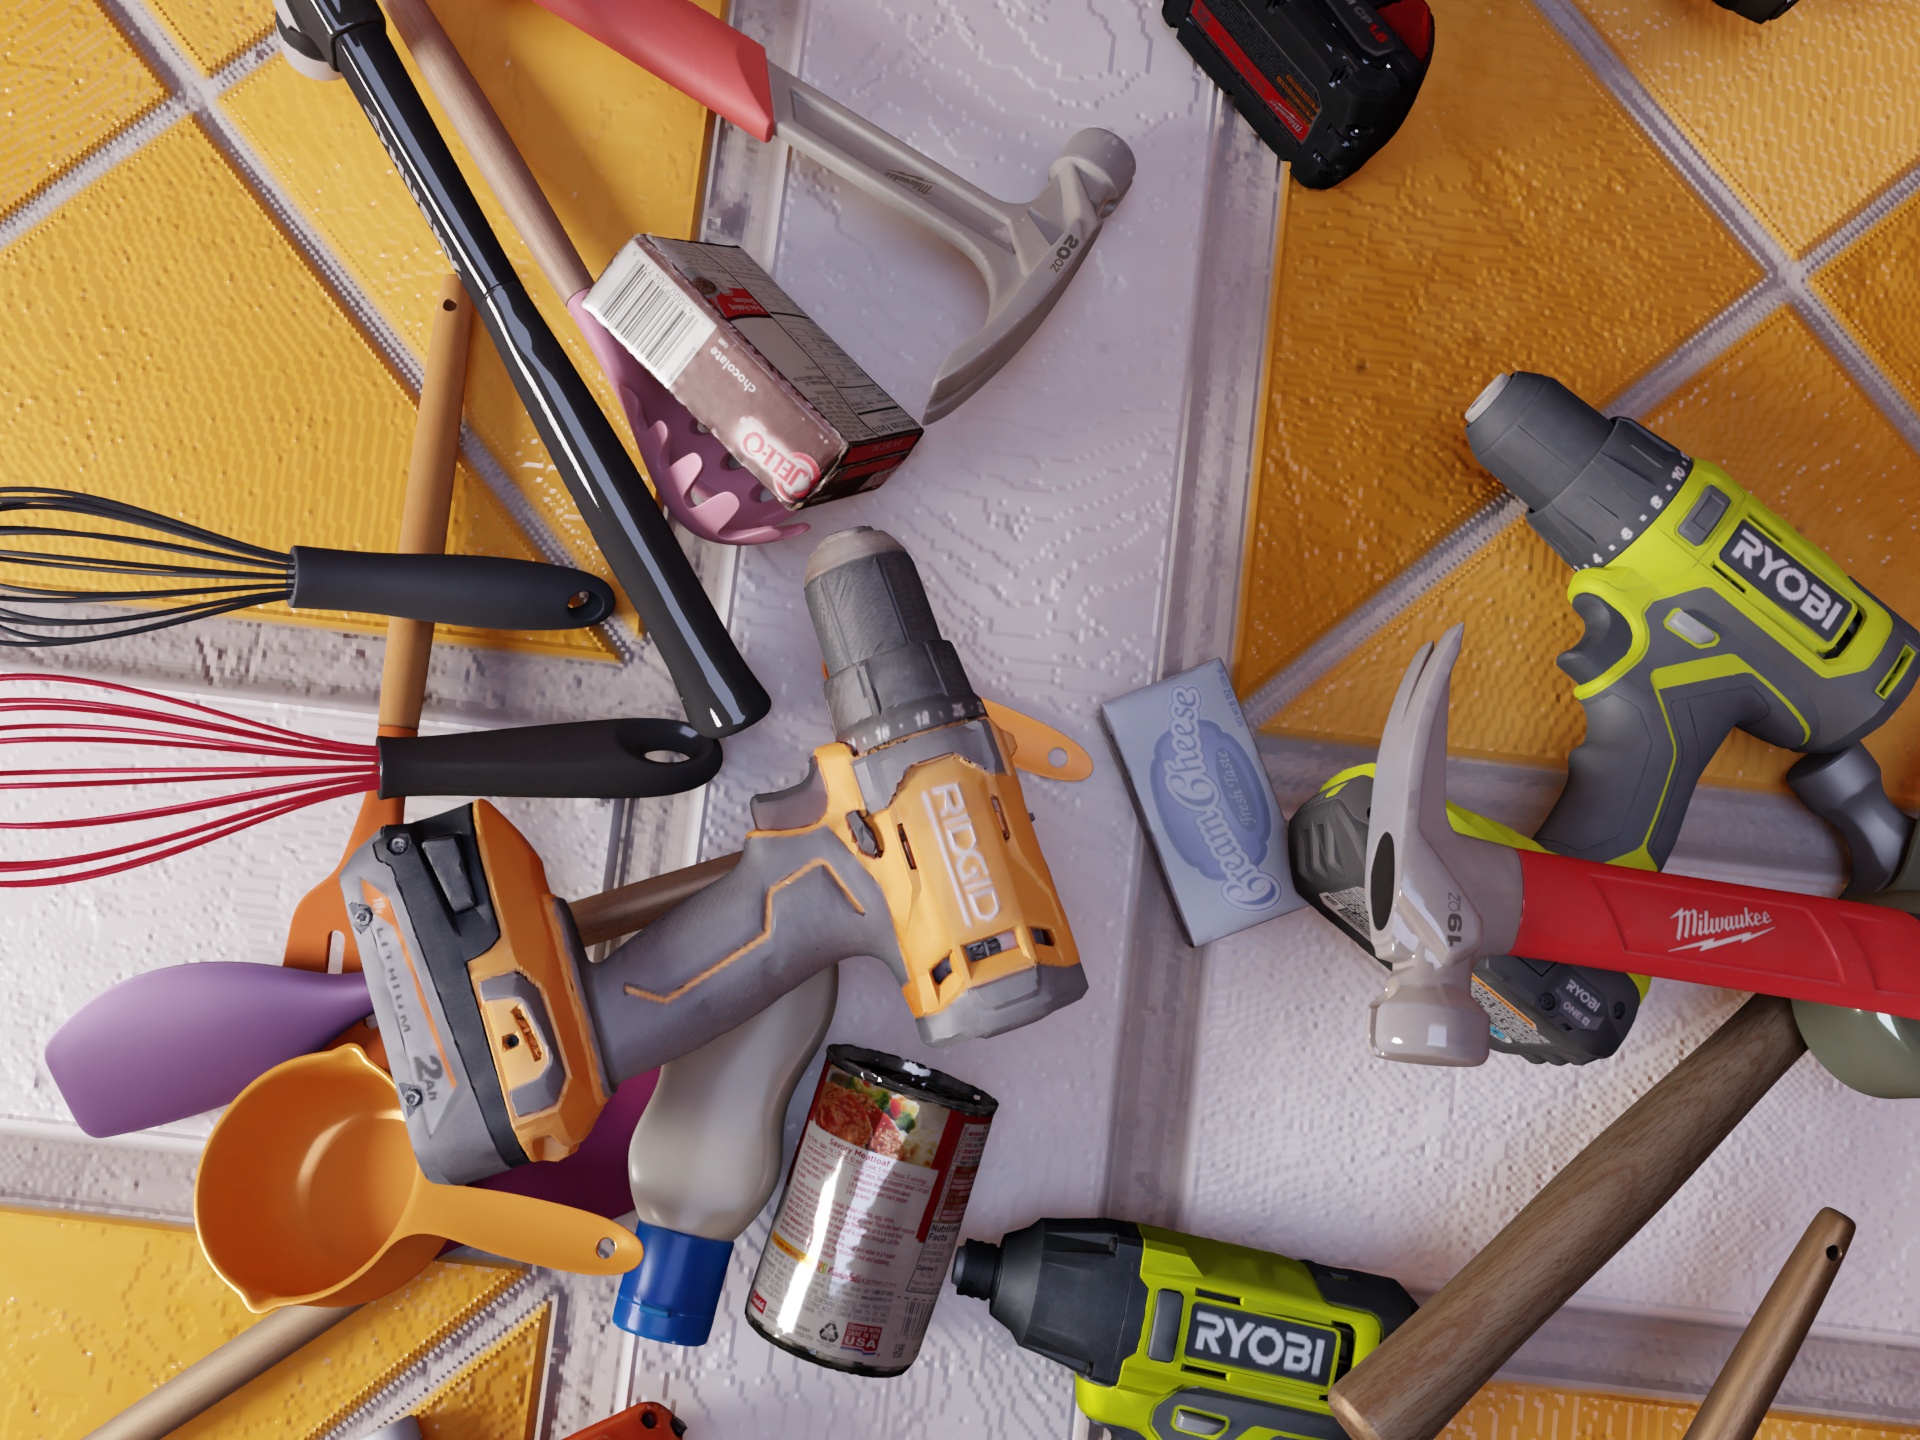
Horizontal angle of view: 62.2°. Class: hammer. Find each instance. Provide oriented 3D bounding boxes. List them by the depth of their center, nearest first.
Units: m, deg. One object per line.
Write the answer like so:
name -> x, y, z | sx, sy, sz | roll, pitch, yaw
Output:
hammer -> 0.326, 0.068, 0.540 | 0.386, 0.038, 0.143 | 10, 75, -7
hammer -> 0.265, 0.152, 0.586 | 0.331, 0.031, 0.130 | -37, 87, -16
hammer -> -0.162, -0.143, 0.588 | 0.035, 0.146, 0.334 | -31, 97, -18
hammer -> -0.113, -0.261, 0.631 | 0.359, 0.036, 0.149 | 33, 65, 5

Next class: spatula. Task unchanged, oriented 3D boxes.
spatula -> 0.232, 0.311, 0.570 | 0.082, 0.044, 0.317 | 32, 86, 0
spatula -> -0.191, 0.090, 0.598 | 0.316, 0.018, 0.059 | -17, 104, 1
spatula -> -0.217, -0.020, 0.630 | 0.081, 0.041, 0.323 | 5, 81, -2

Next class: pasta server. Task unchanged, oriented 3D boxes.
pasta server -> -0.160, -0.196, 0.638 | 0.040, 0.060, 0.316 | -35, 82, 27

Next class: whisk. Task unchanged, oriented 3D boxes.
whisk -> -0.229, 0.019, 0.569 | 0.295, 0.073, 0.073 | -2, 85, -25
whisk -> -0.240, -0.049, 0.575 | 0.238, 0.055, 0.055 | 2, 84, -32

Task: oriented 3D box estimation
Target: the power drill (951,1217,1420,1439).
power drill -> 0.064, 0.301, 0.580 | 0.171, 0.080, 0.223 | 12, 81, -1

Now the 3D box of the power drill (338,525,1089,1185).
power drill -> -0.087, 0.043, 0.549 | 0.226, 0.084, 0.185 | -17, 82, -9

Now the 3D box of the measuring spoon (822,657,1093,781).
measuring spoon -> -0.001, -0.002, 0.638 | 0.117, 0.011, 0.021 | 23, 85, -2

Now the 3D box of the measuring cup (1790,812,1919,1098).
measuring cup -> 0.367, 0.060, 0.587 | 0.083, 0.038, 0.168 | 29, 77, -3

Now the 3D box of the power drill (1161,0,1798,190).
power drill -> 0.216, -0.313, 0.637 | 0.226, 0.080, 0.188 | -39, 87, -7

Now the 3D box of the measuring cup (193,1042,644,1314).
measuring cup -> -0.188, 0.177, 0.578 | 0.173, 0.052, 0.095 | 9, 69, 13

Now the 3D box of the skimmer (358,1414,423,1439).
skimmer -> -0.114, 0.414, 0.563 | 0.090, 0.127, 0.363 | -24, 75, -9

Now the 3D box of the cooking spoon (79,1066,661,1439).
cooking spoon -> -0.233, 0.218, 0.609 | 0.319, 0.017, 0.069 | -33, 86, -4

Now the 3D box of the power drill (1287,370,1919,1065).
power drill -> 0.228, -0.007, 0.600 | 0.190, 0.080, 0.228 | 39, 76, 1
